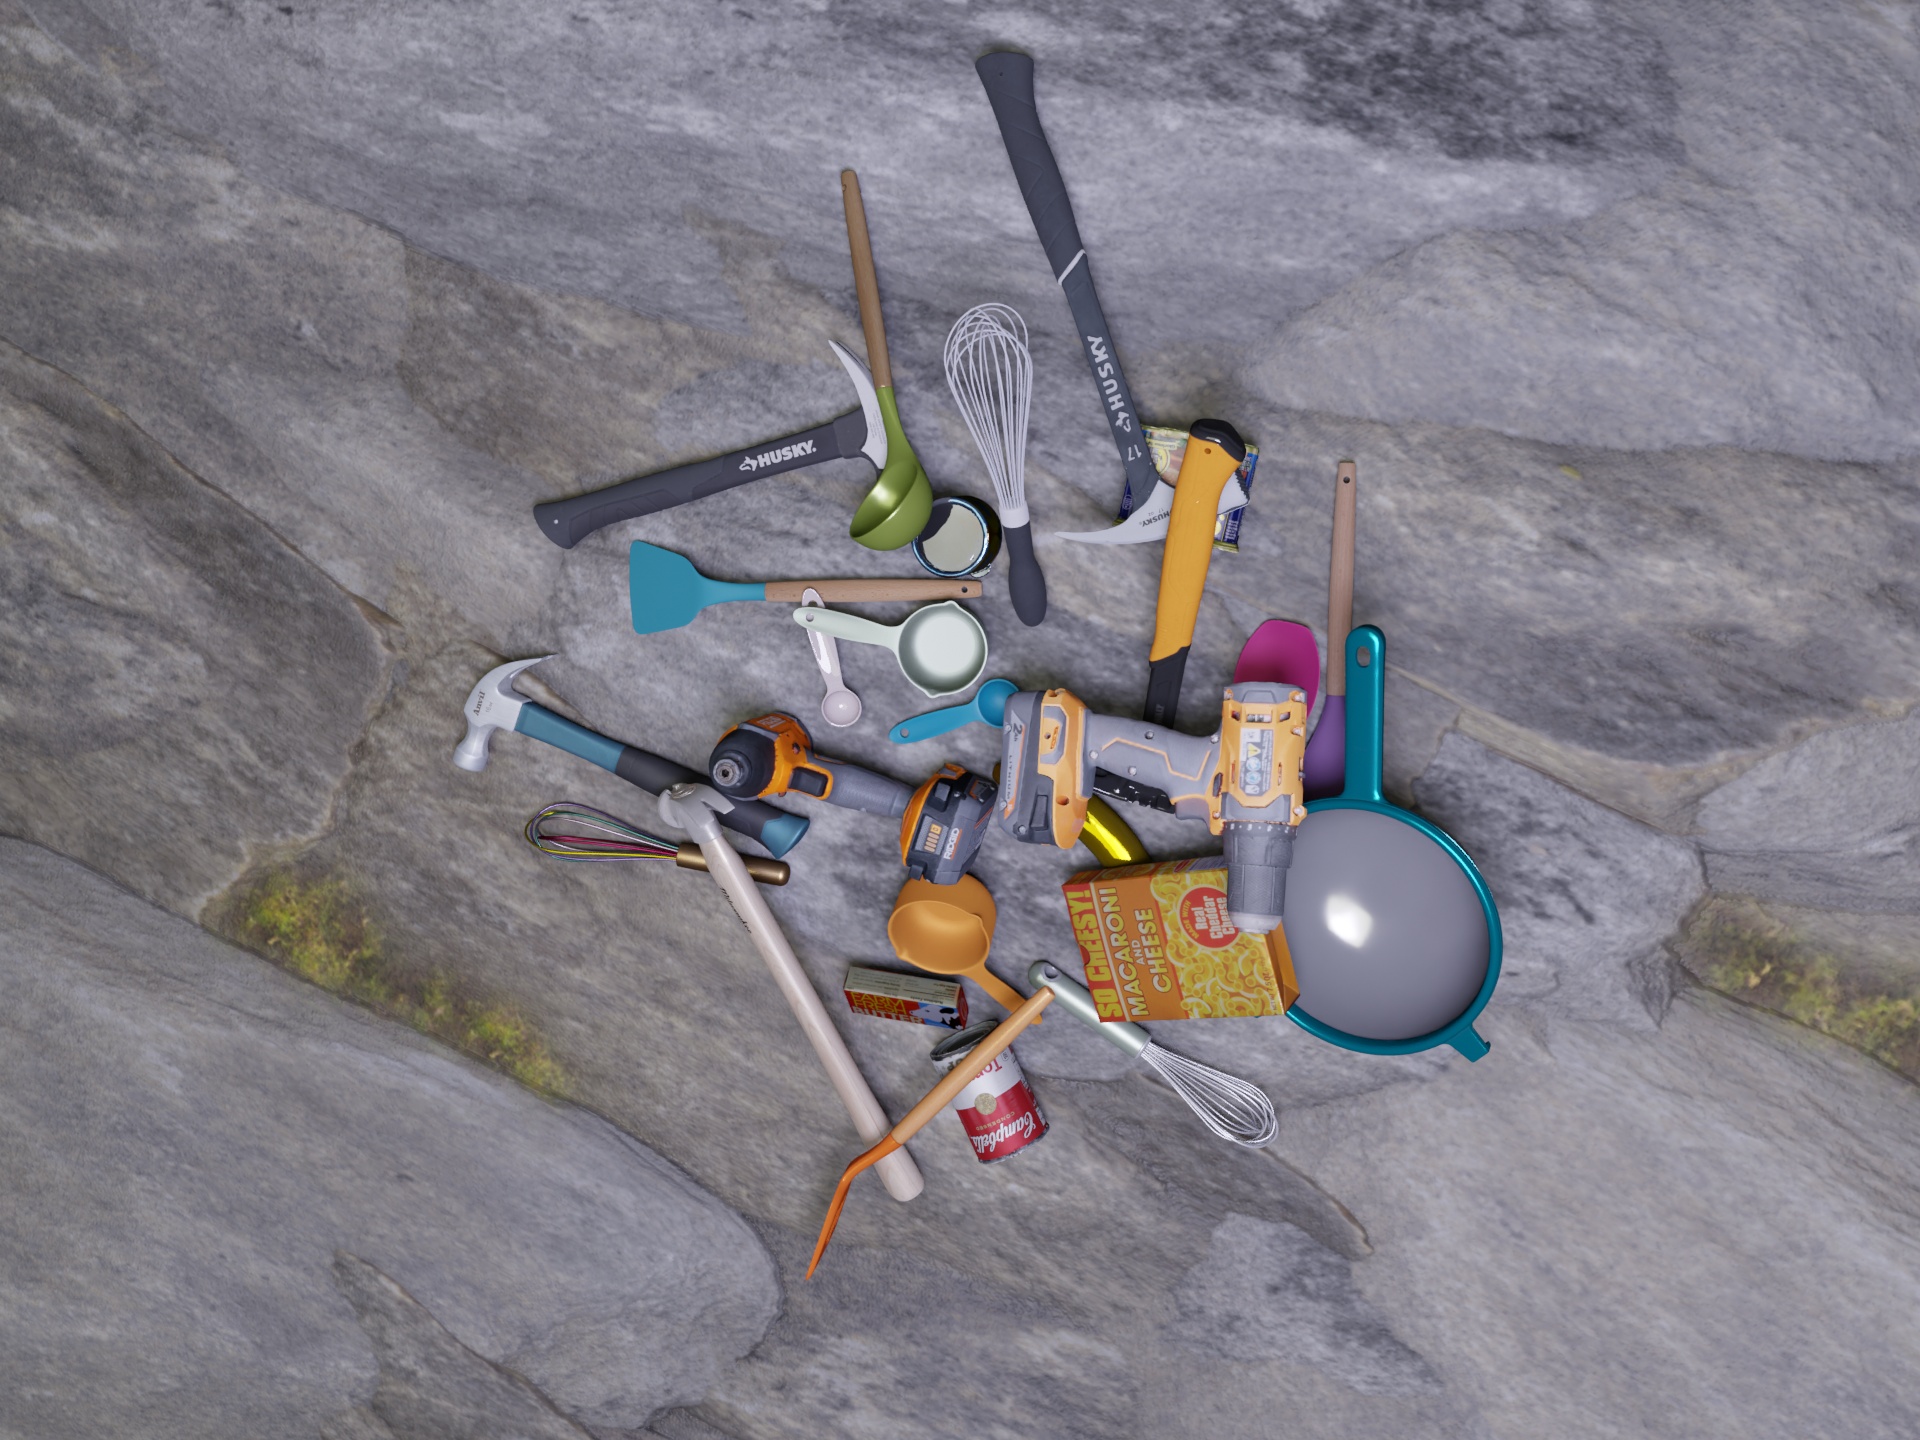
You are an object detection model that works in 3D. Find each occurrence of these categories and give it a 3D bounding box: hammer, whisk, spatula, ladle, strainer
[{"bbox_3d":[-0.132,0.236,1.347,0.038,0.146,0.410,-32,103,-18],"label":"hammer"},{"bbox_3d":[-0.289,0.042,1.410,0.331,0.033,0.128,23,104,8],"label":"hammer"},{"bbox_3d":[0.036,-0.189,1.235,0.070,0.070,0.284,-2,129,13],"label":"whisk"},{"bbox_3d":[0.089,-0.330,1.234,0.149,0.036,0.409,-21,84,22],"label":"hammer"},{"bbox_3d":[-0.271,0.118,1.413,0.245,0.047,0.051,10,100,8],"label":"whisk"},{"bbox_3d":[0.303,-0.046,1.268,0.060,0.018,0.316,2,100,10],"label":"spatula"},{"bbox_3d":[-0.030,0.337,1.320,0.041,0.081,0.322,44,103,0],"label":"spatula"},{"bbox_3d":[0.160,0.280,1.338,0.246,0.058,0.059,34,133,11],"label":"whisk"},{"bbox_3d":[-0.075,-0.290,1.269,0.078,0.062,0.320,-18,78,48],"label":"ladle"},{"bbox_3d":[0.157,-0.075,1.223,0.127,0.034,0.336,15,125,11],"label":"hammer"},{"bbox_3d":[-0.212,-0.213,1.352,0.335,0.035,0.146,-13,96,15],"label":"hammer"},{"bbox_3d":[-0.138,-0.113,1.358,0.317,0.044,0.082,1,98,8],"label":"spatula"},{"bbox_3d":[0.322,0.086,1.227,0.211,0.095,0.340,6,108,31],"label":"strainer"}]

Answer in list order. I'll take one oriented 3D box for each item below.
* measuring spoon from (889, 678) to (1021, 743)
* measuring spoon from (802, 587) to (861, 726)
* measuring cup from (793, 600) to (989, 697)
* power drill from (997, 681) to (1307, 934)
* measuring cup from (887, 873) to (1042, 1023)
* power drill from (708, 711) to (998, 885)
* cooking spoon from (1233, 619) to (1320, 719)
[{"bbox_3d":[-0.002,-0.004,1.349,0.128,0.021,0.042,-17,95,24],"label":"measuring spoon"},{"bbox_3d":[-0.113,-0.054,1.353,0.034,0.018,0.124,-14,106,2],"label":"measuring spoon"},{"bbox_3d":[-0.056,-0.072,1.332,0.167,0.038,0.083,14,101,7],"label":"measuring cup"},{"bbox_3d":[0.146,0.062,1.200,0.226,0.084,0.185,1,84,19],"label":"power drill"},{"bbox_3d":[0.015,0.193,1.359,0.095,0.052,0.173,-31,117,33],"label":"measuring cup"},{"bbox_3d":[-0.094,0.059,1.301,0.226,0.164,0.084,19,99,7],"label":"power drill"},{"bbox_3d":[0.237,0.076,1.302,0.069,0.017,0.319,14,101,22],"label":"cooking spoon"}]
